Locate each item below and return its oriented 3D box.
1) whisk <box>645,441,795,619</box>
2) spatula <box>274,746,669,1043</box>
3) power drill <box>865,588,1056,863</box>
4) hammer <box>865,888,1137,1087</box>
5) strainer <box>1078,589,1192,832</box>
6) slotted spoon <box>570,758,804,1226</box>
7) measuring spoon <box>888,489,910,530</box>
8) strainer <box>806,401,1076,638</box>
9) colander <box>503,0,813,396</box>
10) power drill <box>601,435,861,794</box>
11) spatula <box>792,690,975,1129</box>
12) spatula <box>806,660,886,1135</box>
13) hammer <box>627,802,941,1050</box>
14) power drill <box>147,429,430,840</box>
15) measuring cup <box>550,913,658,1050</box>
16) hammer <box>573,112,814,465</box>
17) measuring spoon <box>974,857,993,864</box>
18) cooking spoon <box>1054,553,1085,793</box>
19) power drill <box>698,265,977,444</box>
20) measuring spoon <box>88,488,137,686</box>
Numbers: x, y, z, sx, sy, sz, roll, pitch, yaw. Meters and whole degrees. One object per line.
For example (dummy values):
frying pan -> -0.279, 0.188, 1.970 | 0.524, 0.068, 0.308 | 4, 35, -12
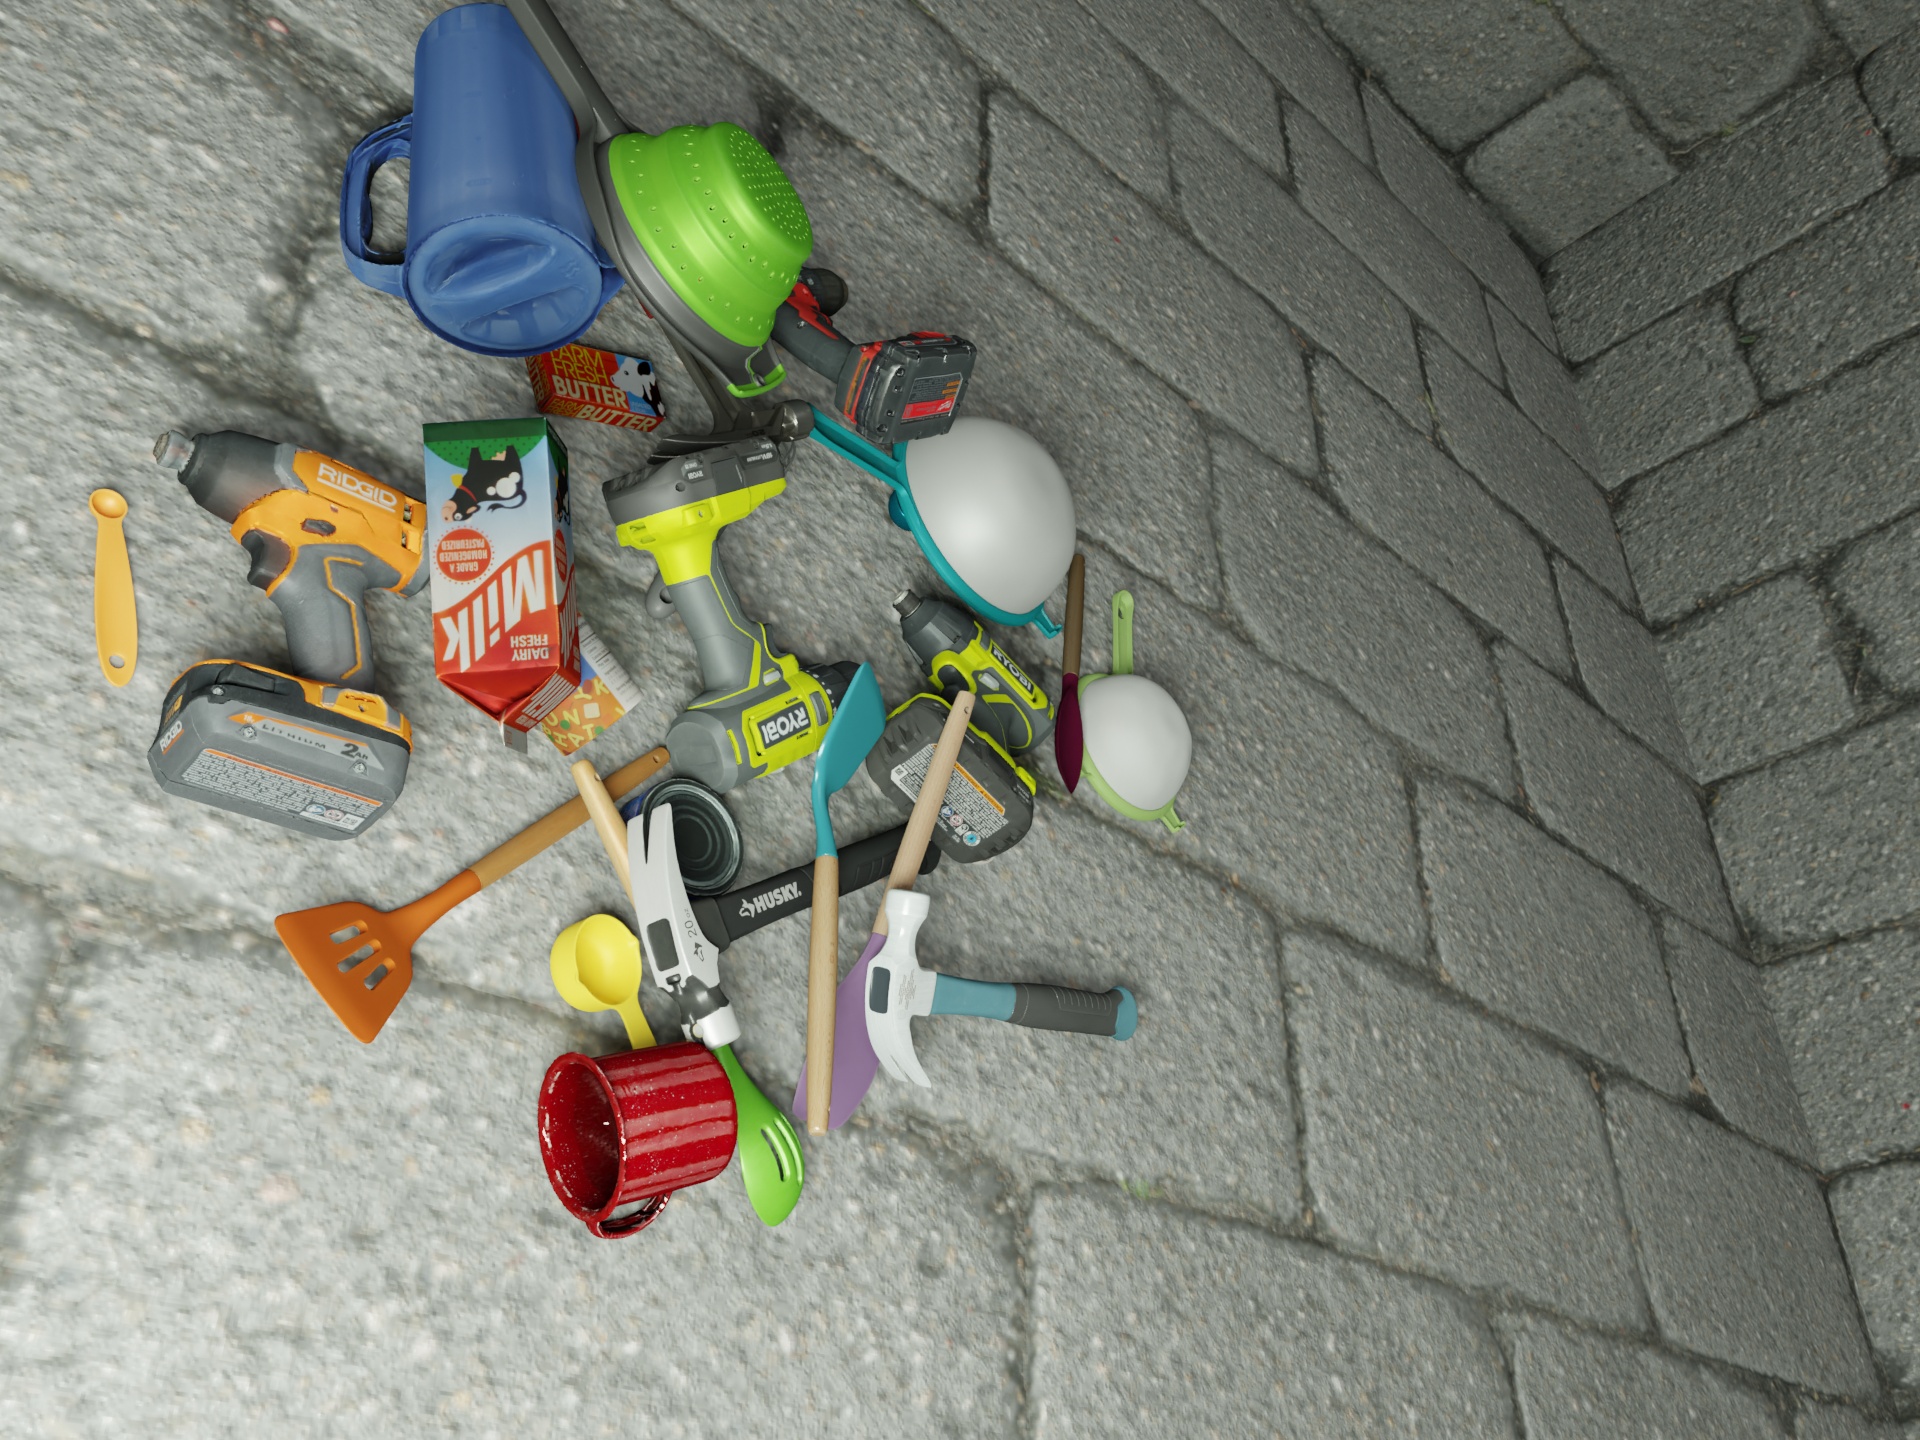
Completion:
whisk -> -0.183, -0.155, 1.207 | 0.055, 0.055, 0.239 | 43, 44, -21
spatula -> -0.269, 0.081, 0.947 | 0.081, 0.041, 0.323 | 55, 36, -4
power drill -> -0.002, -0.004, 1.259 | 0.171, 0.080, 0.223 | 45, 24, -18
hammer -> 0.041, 0.208, 1.177 | 0.330, 0.033, 0.128 | 20, 79, -52
strainer -> 0.174, -0.030, 1.507 | 0.151, 0.069, 0.257 | 30, 48, -33
slotted spoon -> -0.169, 0.166, 0.991 | 0.314, 0.031, 0.070 | 64, 17, 1
measuring spoon -> -0.024, -0.167, 1.423 | 0.128, 0.021, 0.042 | 30, 42, -46
strainer -> 0.002, -0.214, 1.380 | 0.340, 0.095, 0.211 | 24, 46, -48
colander -> -0.216, -0.427, 1.131 | 0.397, 0.094, 0.204 | 58, 22, -10
power drill -> -0.150, -0.078, 1.132 | 0.190, 0.080, 0.228 | -29, 105, -52
spatula -> -0.044, 0.125, 1.096 | 0.059, 0.018, 0.316 | 30, 71, -35
spatula -> -0.078, 0.113, 1.037 | 0.082, 0.044, 0.318 | 76, 11, -57
hammer -> -0.103, 0.106, 1.081 | 0.334, 0.035, 0.146 | -16, 84, -62
power drill -> -0.379, -0.061, 0.887 | 0.164, 0.084, 0.227 | 24, 45, -37
measuring cup -> -0.204, 0.193, 0.965 | 0.062, 0.029, 0.156 | -34, 105, -62
hammer -> -0.255, -0.351, 1.223 | 0.149, 0.036, 0.359 | -21, 74, -44
measuring spoon -> -0.014, 0.064, 1.277 | 0.034, 0.018, 0.124 | -23, 77, -53
cooking spoon -> 0.102, -0.054, 1.458 | 0.319, 0.017, 0.068 | -82, 156, -48
power drill -> -0.098, -0.320, 1.325 | 0.227, 0.080, 0.188 | 33, 30, 21
measuring spoon -> -0.459, -0.071, 0.860 | 0.021, 0.011, 0.117 | 6, 65, -47
